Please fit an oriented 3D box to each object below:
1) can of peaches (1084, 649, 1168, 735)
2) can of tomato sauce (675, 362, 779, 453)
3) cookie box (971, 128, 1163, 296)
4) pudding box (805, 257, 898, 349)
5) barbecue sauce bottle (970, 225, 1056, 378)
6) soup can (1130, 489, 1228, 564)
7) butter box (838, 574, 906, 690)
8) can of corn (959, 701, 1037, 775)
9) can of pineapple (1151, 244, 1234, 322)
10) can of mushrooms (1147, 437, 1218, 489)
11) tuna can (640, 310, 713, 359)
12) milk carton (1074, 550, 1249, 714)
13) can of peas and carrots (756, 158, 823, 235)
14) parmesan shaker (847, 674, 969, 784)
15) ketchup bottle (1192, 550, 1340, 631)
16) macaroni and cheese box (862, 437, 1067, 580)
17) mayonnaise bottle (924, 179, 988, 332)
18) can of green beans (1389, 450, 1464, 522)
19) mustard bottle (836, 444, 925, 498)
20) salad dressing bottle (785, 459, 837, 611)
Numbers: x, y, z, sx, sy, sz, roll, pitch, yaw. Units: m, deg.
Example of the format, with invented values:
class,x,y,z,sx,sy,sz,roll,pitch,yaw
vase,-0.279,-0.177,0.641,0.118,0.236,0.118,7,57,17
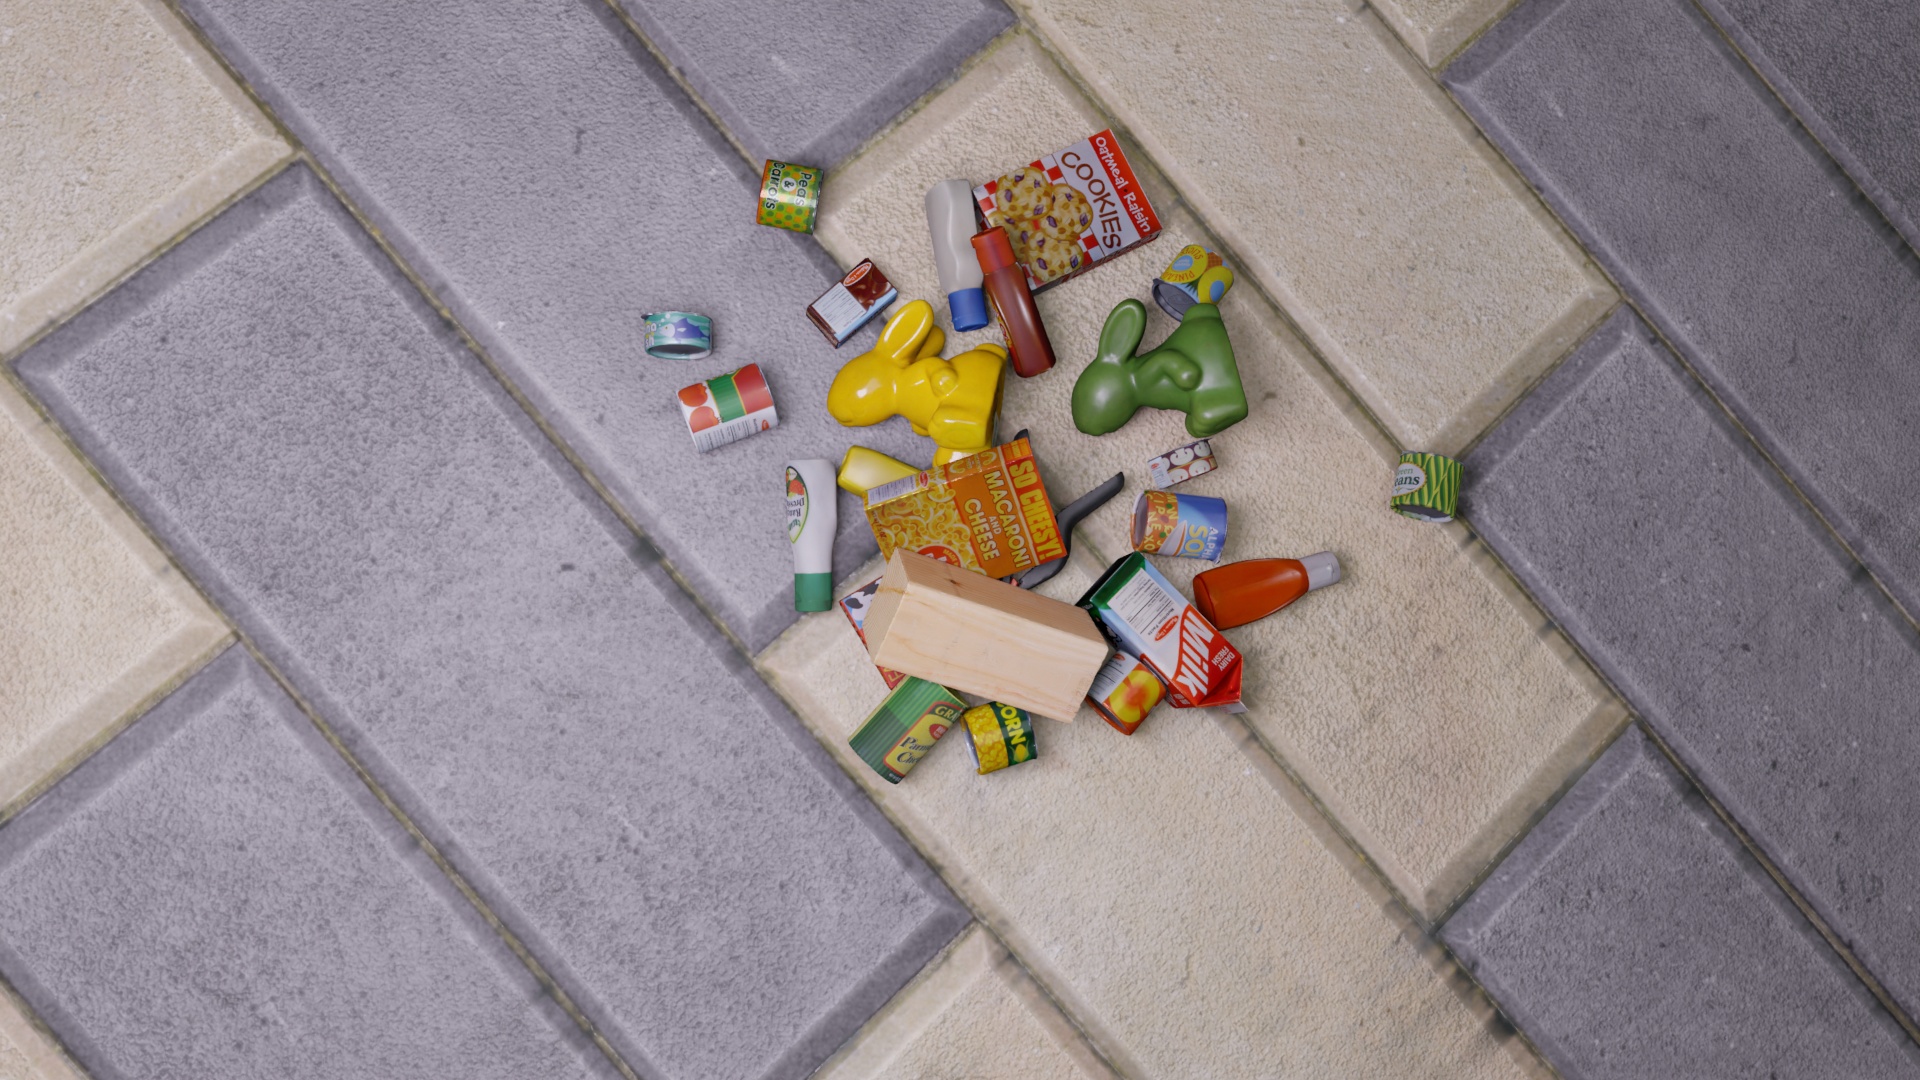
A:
class,x,y,z,sx,sy,sz,roll,pitch,yaw
can of peaches,0.164,0.153,1.379,0.071,0.071,0.058,44,78,-1
can of tomato sauce,-0.228,-0.131,1.353,0.083,0.071,0.071,-21,86,-11
cookie box,0.110,-0.340,1.454,0.168,0.040,0.123,-27,87,-11
pudding box,-0.110,-0.240,1.407,0.084,0.030,0.049,-43,90,-12
barbecue sauce bottle,0.052,-0.240,1.393,0.043,0.065,0.148,-20,108,4
soup can,0.221,-0.013,1.411,0.084,0.071,0.071,6,81,-8
butter box,-0.072,0.091,1.369,0.053,0.024,0.103,-29,88,-13
can of corn,0.037,0.188,1.350,0.058,0.071,0.071,-16,85,-10
can of pineapple,0.242,-0.268,1.450,0.071,0.071,0.058,39,77,-2
can of mushrooms,0.230,-0.079,1.422,0.071,0.071,0.033,-20,87,-12
tuna can,-0.277,-0.200,1.353,0.071,0.071,0.033,0,83,-9
milk carton,0.210,0.105,1.390,0.190,0.072,0.073,45,77,0
can of peas and carrots,-0.171,-0.345,1.390,0.059,0.071,0.071,10,81,-8
parmesan shaker,-0.049,0.176,1.333,0.071,0.071,0.103,42,90,-2
ketchup bottle,0.317,0.046,1.431,0.149,0.043,0.064,-15,86,-11
macaroni and cheese box,0.005,-0.017,1.338,0.166,0.040,0.123,-19,122,4
mayonnaise bottle,-0.002,-0.289,1.418,0.041,0.064,0.148,-10,88,-23
can of green beans,0.491,-0.056,1.464,0.071,0.071,0.058,16,80,-7
mustard bottle,-0.043,-0.046,1.376,0.160,0.065,0.049,22,86,-12
salad dressing bottle,-0.145,-0.005,1.354,0.044,0.064,0.147,-2,90,-31
